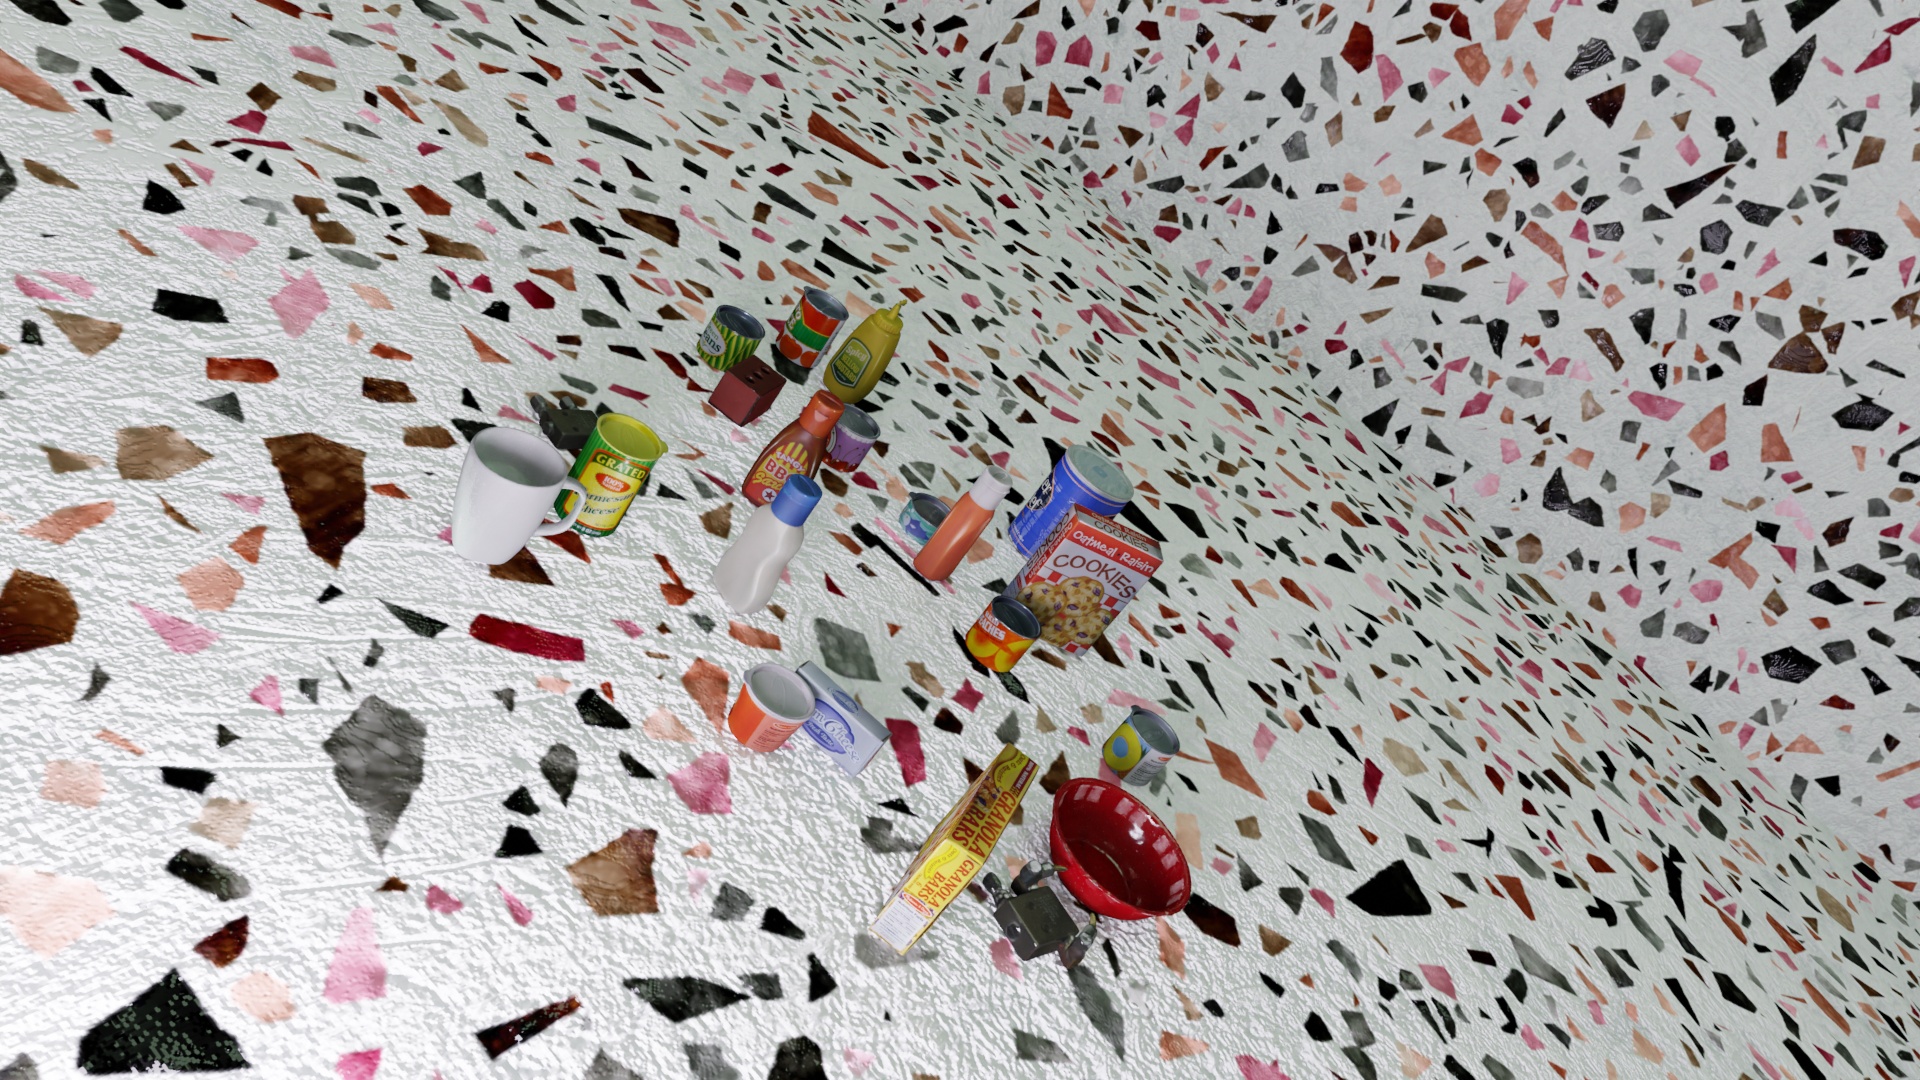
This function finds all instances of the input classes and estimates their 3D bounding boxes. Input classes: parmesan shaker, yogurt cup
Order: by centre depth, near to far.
[{"bbox_3d":[-0.169,0.150,1.226,0.072,0.053,0.073,28,29,-17],"label":"yogurt cup"},{"bbox_3d":[-0.330,-0.060,1.310,0.071,0.102,0.072,28,28,-17],"label":"parmesan shaker"}]

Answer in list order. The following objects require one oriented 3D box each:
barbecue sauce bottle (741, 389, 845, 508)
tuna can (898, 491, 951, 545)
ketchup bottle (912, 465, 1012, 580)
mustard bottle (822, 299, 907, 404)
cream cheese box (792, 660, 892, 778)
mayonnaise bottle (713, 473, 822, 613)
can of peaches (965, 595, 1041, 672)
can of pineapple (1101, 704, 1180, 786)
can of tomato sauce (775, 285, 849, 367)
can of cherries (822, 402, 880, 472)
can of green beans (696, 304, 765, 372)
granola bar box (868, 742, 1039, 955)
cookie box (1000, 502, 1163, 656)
[{"bbox_3d":[-0.176,-0.095,1.495,0.065,0.148,0.044,33,27,-7],"label":"barbecue sauce bottle"},{"bbox_3d":[-0.041,-0.025,1.667,0.071,0.032,0.071,28,29,-17],"label":"tuna can"},{"bbox_3d":[0.006,-0.020,1.587,0.043,0.148,0.065,44,28,13],"label":"ketchup bottle"},{"bbox_3d":[-0.116,-0.250,1.791,0.065,0.159,0.049,44,28,14],"label":"mustard bottle"},{"bbox_3d":[-0.118,0.163,1.265,0.104,0.053,0.024,41,27,8],"label":"cream cheese box"},{"bbox_3d":[-0.183,0.001,1.337,0.041,0.147,0.065,1,44,-49],"label":"mayonnaise bottle"},{"bbox_3d":[0.045,0.104,1.540,0.071,0.057,0.071,28,29,-17],"label":"can of peaches"},{"bbox_3d":[0.197,0.226,1.526,0.071,0.057,0.071,28,29,-17],"label":"can of pineapple"},{"bbox_3d":[-0.197,-0.280,1.826,0.071,0.082,0.071,28,28,-17],"label":"can of tomato sauce"},{"bbox_3d":[-0.141,-0.125,1.677,0.071,0.058,0.072,28,29,-17],"label":"can of cherries"},{"bbox_3d":[-0.282,-0.246,1.703,0.071,0.057,0.071,28,29,-17],"label":"can of green beans"},{"bbox_3d":[-0.002,0.258,1.176,0.039,0.123,0.166,39,27,3],"label":"granola bar box"},{"bbox_3d":[0.137,0.047,1.615,0.123,0.166,0.040,24,30,-23],"label":"cookie box"}]
